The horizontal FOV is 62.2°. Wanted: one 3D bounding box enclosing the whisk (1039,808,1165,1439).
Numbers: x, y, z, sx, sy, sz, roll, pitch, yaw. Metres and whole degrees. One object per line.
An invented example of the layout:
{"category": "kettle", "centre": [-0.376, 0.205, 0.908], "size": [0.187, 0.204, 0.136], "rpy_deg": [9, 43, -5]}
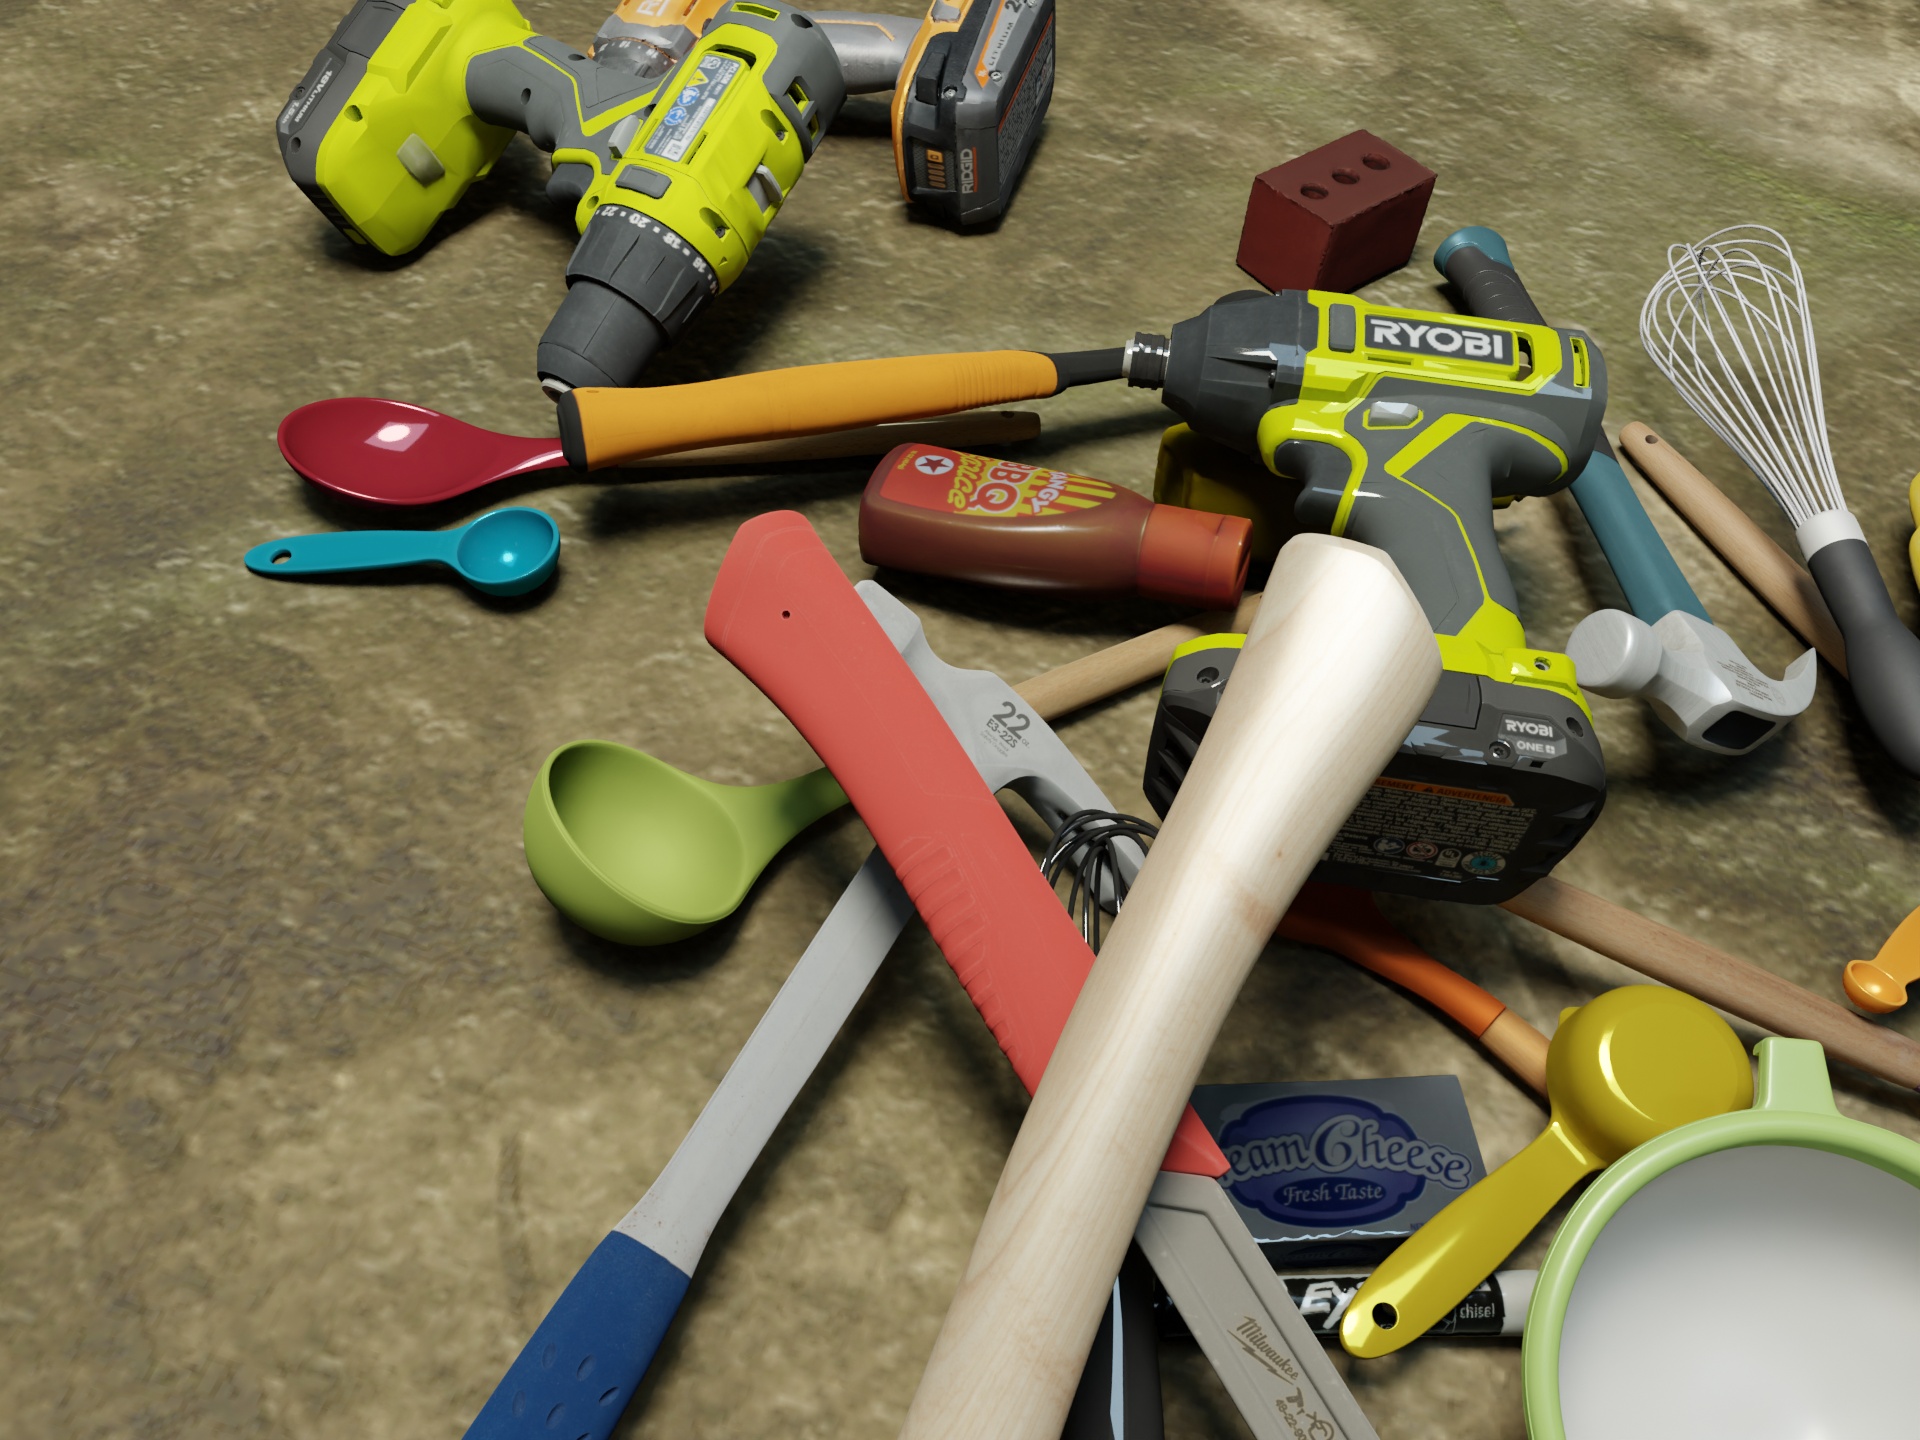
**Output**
{"category": "whisk", "centre": [0.045, 0.138, 0.454], "size": [0.055, 0.055, 0.239], "rpy_deg": [3, 67, -2]}

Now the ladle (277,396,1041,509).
{"category": "ladle", "centre": [-0.119, -0.118, 0.674], "size": [0.315, 0.031, 0.069], "rpy_deg": [-5, 48, -11]}

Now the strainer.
{"category": "strainer", "centre": [0.179, 0.216, 0.423], "size": [0.256, 0.069, 0.152], "rpy_deg": [-35, 72, -8]}

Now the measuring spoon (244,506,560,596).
{"category": "measuring spoon", "centre": [-0.220, -0.062, 0.632], "size": [0.128, 0.021, 0.042], "rpy_deg": [-2, 51, 6]}

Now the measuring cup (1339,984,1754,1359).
{"category": "measuring cup", "centre": [0.171, 0.133, 0.465], "size": [0.156, 0.029, 0.062], "rpy_deg": [-33, 68, -20]}

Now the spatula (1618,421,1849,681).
{"category": "spatula", "centre": [0.369, -0.024, 0.628], "size": [0.082, 0.044, 0.318], "rpy_deg": [-23, 55, -10]}

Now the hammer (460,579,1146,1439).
{"category": "hammer", "centre": [-0.075, 0.144, 0.447], "size": [0.144, 0.035, 0.406], "rpy_deg": [39, 60, -9]}

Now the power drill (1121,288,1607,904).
{"category": "power drill", "centre": [0.133, -0.058, 0.544], "size": [0.171, 0.080, 0.223], "rpy_deg": [8, 53, 4]}

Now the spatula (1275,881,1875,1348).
{"category": "spatula", "centre": [0.195, 0.110, 0.511], "size": [0.081, 0.041, 0.323], "rpy_deg": [-33, 62, -33]}

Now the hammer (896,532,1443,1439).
{"category": "hammer", "centre": [0.009, 0.135, 0.381], "size": [0.146, 0.038, 0.411], "rpy_deg": [21, 76, 16]}

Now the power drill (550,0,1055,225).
{"category": "power drill", "centre": [-0.082, -0.313, 0.798], "size": [0.226, 0.084, 0.185], "rpy_deg": [14, 59, 12]}

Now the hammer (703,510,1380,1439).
{"category": "hammer", "centre": [0.038, 0.082, 0.431], "size": [0.149, 0.036, 0.359], "rpy_deg": [-32, 70, -2]}

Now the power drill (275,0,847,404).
{"category": "power drill", "centre": [-0.184, -0.241, 0.700], "size": [0.229, 0.080, 0.190], "rpy_deg": [23, 77, 24]}

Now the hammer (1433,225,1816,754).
{"category": "hammer", "centre": [0.263, -0.115, 0.676], "size": [0.128, 0.033, 0.331], "rpy_deg": [20, 41, -24]}

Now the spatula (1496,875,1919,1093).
{"category": "spatula", "centre": [0.288, 0.104, 0.518], "size": [0.316, 0.018, 0.060], "rpy_deg": [25, 53, 5]}

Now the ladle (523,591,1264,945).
{"category": "ladle", "centre": [-0.001, -0.002, 0.575], "size": [0.320, 0.062, 0.078], "rpy_deg": [-22, 60, -23]}

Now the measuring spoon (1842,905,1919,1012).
{"category": "measuring spoon", "centre": [0.329, 0.079, 0.546], "size": [0.117, 0.011, 0.021], "rpy_deg": [-14, 46, -41]}

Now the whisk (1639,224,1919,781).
{"category": "whisk", "centre": [0.343, -0.098, 0.645], "size": [0.070, 0.070, 0.285], "rpy_deg": [-1, 56, -5]}

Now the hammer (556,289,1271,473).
{"category": "hammer", "centre": [0.007, -0.137, 0.653], "size": [0.337, 0.034, 0.127], "rpy_deg": [-11, 25, -16]}
